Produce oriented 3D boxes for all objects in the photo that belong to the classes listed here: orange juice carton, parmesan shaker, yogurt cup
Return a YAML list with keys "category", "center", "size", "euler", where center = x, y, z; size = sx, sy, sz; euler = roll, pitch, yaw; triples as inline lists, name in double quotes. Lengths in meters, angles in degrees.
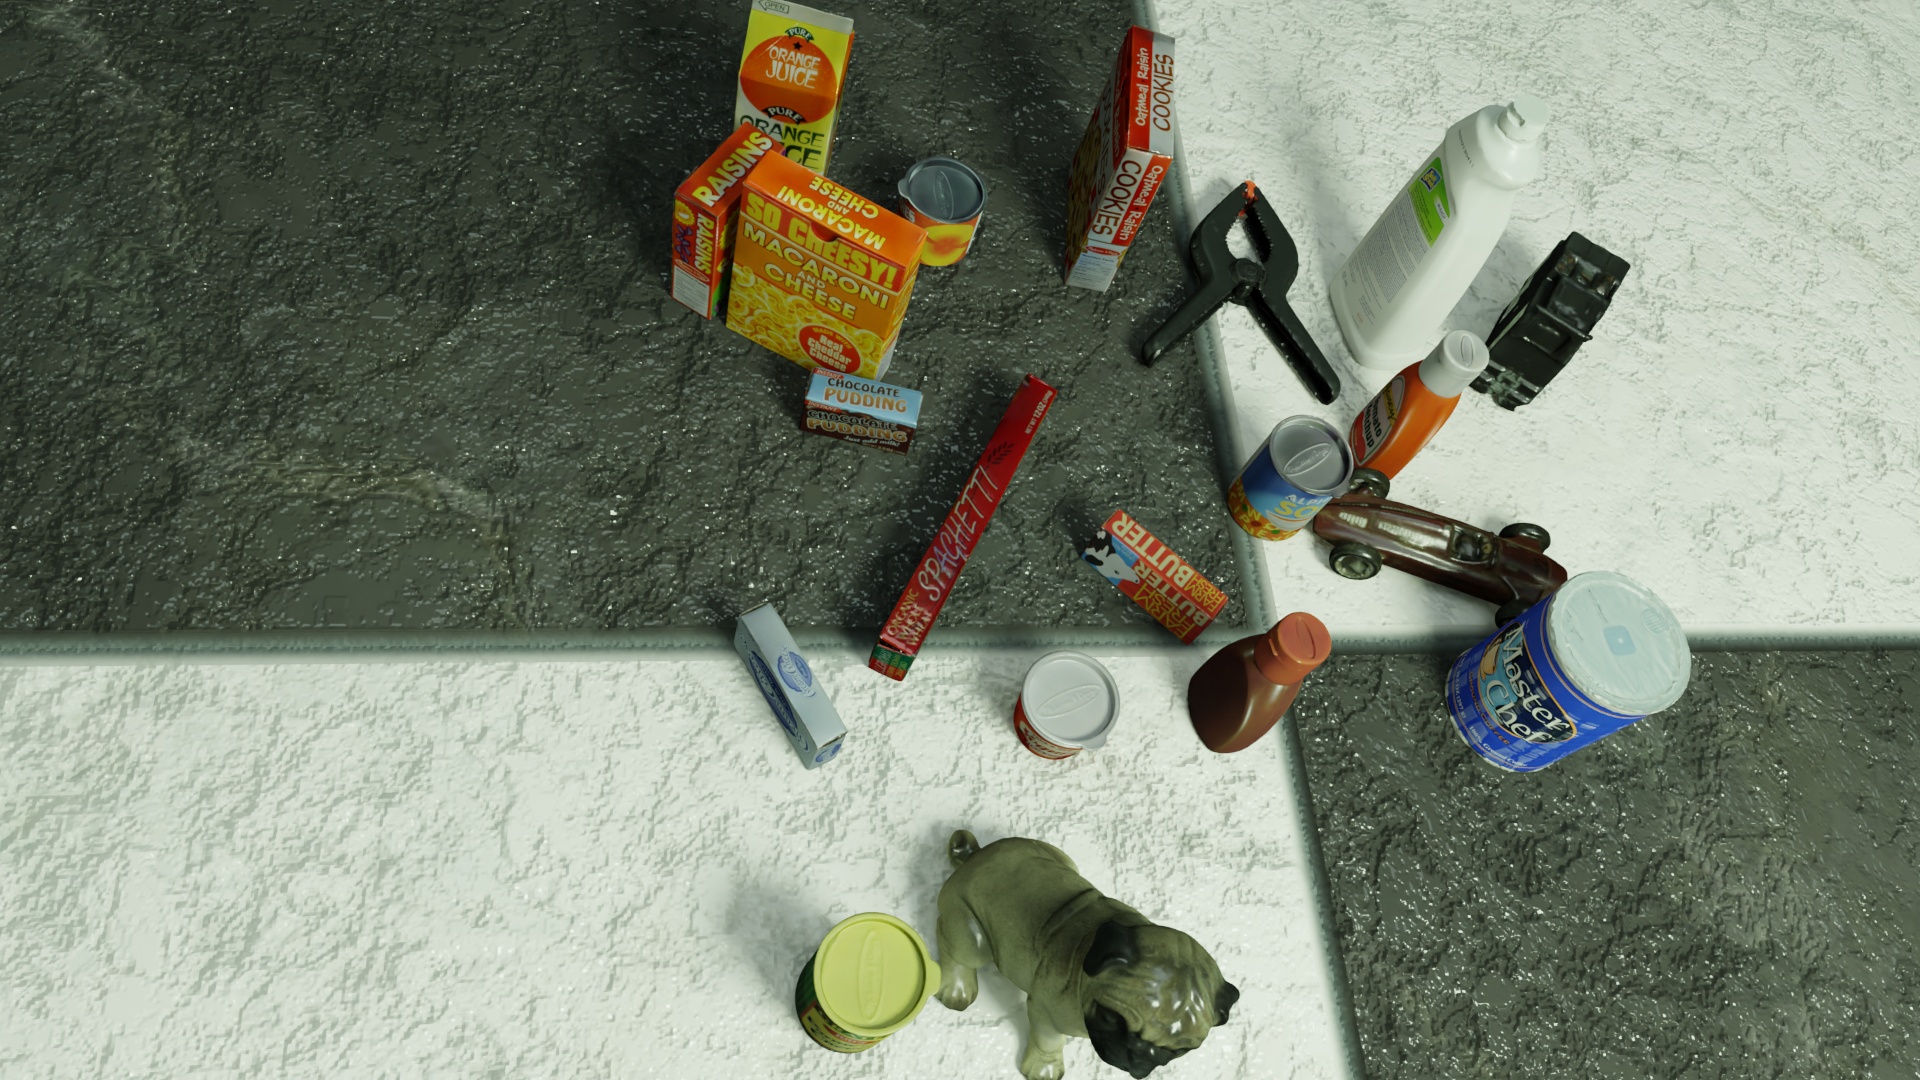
- category: "orange juice carton"
  center: [-0.127, -0.324, 1.033]
  size: [0.072, 0.191, 0.073]
  euler: [13, 62, -7]
- category: "parmesan shaker"
  center: [-0.056, 0.260, 0.807]
  size: [0.071, 0.102, 0.071]
  euler: [5, 63, -11]
- category: "yogurt cup"
  center: [0.068, 0.115, 0.938]
  size: [0.072, 0.053, 0.072]
  euler: [5, 63, -11]

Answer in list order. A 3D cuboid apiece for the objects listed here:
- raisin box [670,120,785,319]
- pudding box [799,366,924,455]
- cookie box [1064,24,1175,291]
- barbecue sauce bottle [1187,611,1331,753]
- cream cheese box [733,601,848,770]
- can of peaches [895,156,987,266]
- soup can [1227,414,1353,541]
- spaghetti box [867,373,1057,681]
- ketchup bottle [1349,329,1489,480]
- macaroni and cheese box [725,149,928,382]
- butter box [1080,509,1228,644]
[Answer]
- category: "raisin box"
  center: [-0.171, -0.232, 1.015]
  size: [0.040, 0.122, 0.086]
  euler: [33, 61, 4]
- category: "pudding box"
  center: [-0.072, -0.094, 1.012]
  size: [0.084, 0.049, 0.030]
  euler: [13, 62, -7]
- category: "cookie box"
  center: [0.123, -0.297, 1.093]
  size: [0.040, 0.166, 0.123]
  euler: [9, 62, -9]
- category: "barbecue sauce bottle"
  center: [0.198, 0.092, 0.927]
  size: [0.044, 0.147, 0.065]
  euler: [-6, 66, -16]
- category: "cream cheese box"
  center: [-0.112, 0.096, 0.905]
  size: [0.024, 0.053, 0.104]
  euler: [-26, 73, -23]
- category: "can of peaches"
  center: [-0.020, -0.261, 1.103]
  size: [0.071, 0.057, 0.071]
  euler: [5, 63, -11]
- category: "soup can"
  center: [0.248, -0.043, 1.043]
  size: [0.071, 0.083, 0.071]
  euler: [5, 63, -11]
- category: "spaghetti box"
  center: [0.004, -0.012, 0.989]
  size: [0.029, 0.050, 0.251]
  euler: [28, 61, 1]
- category: "ketchup bottle"
  center: [0.349, -0.105, 1.062]
  size: [0.043, 0.148, 0.065]
  euler: [11, 62, -8]
- category: "macaroni and cheese box"
  center: [-0.099, -0.182, 0.983]
  size: [0.124, 0.165, 0.040]
  euler: [28, 61, 1]
- category: "butter box"
  center: [0.139, 0.027, 1.000]
  size: [0.103, 0.053, 0.024]
  euler: [40, 62, 8]
